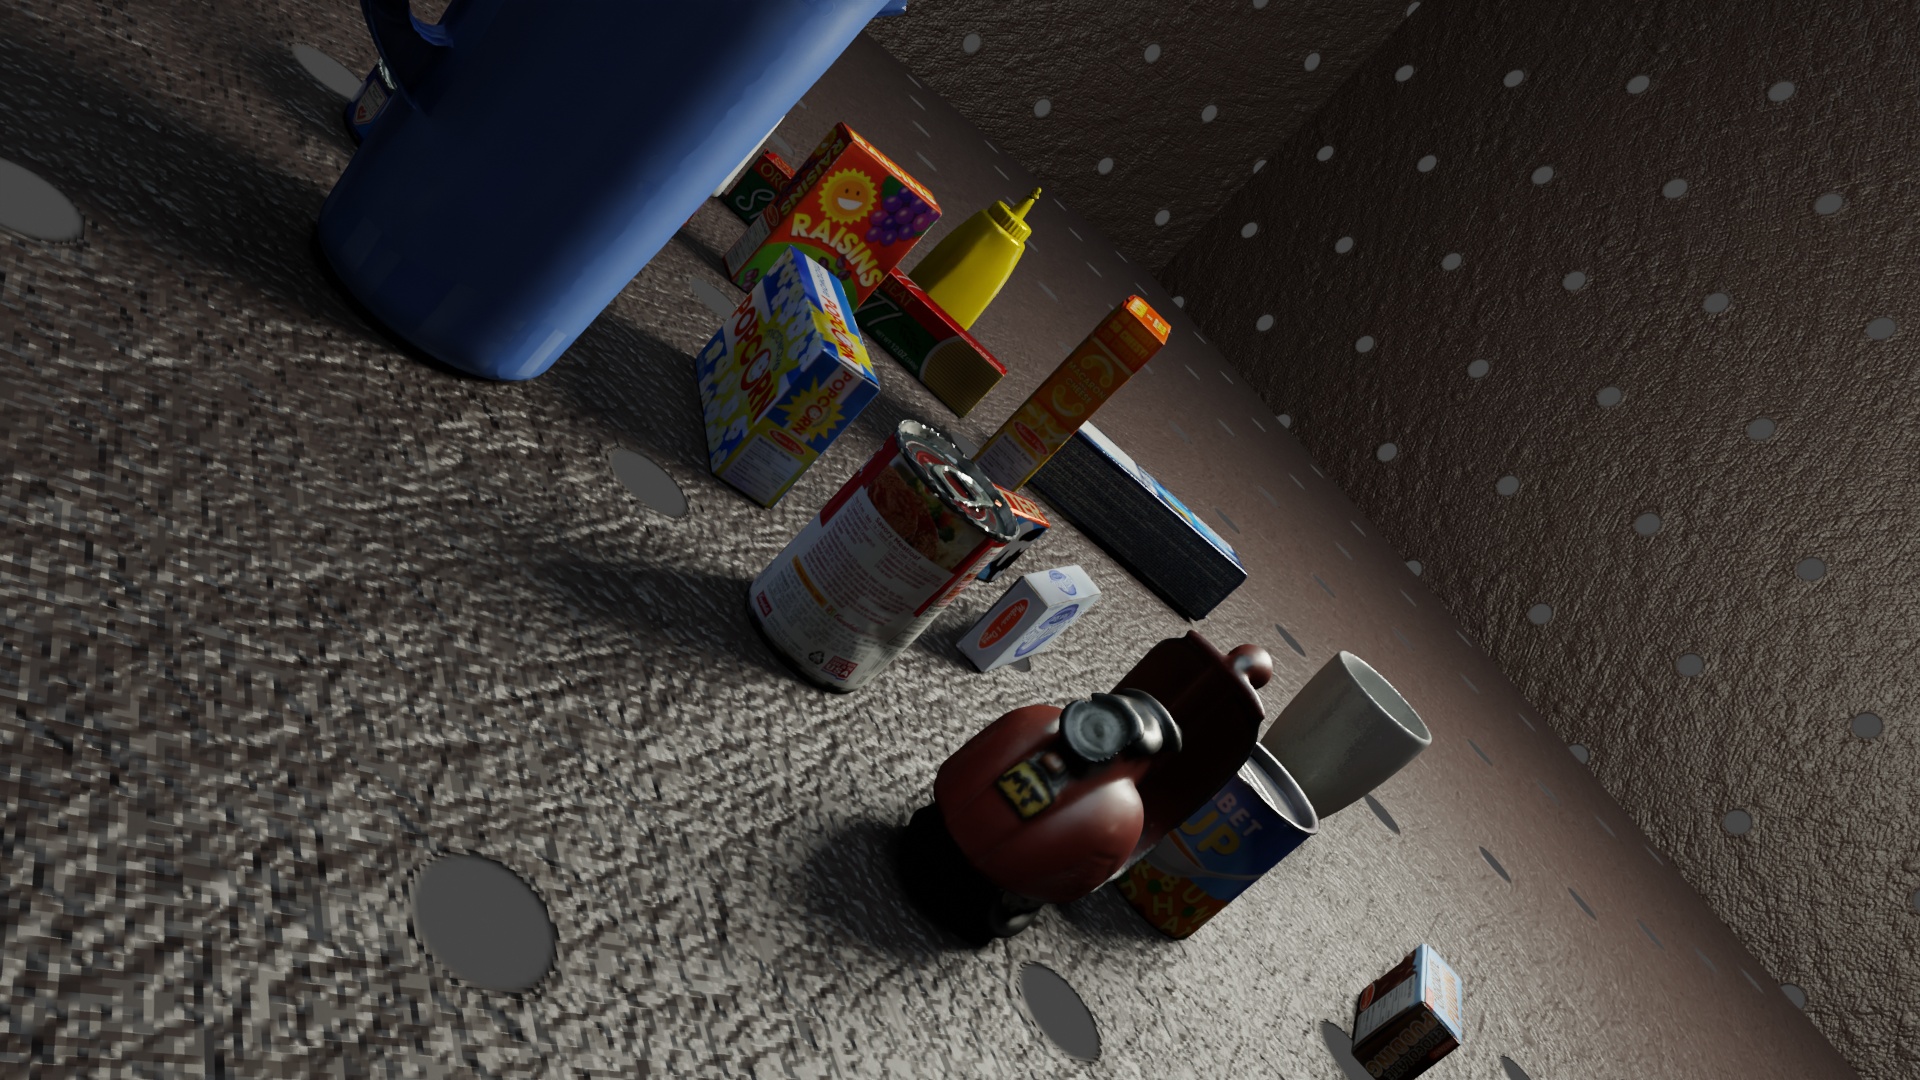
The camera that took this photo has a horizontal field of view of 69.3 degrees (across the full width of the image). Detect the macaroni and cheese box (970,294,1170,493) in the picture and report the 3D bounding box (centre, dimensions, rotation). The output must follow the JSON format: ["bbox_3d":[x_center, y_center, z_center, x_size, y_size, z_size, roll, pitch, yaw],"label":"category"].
[{"bbox_3d":[0.072,-0.097,0.966,0.040,0.166,0.124,44,17,-2],"label":"macaroni and cheese box"}]

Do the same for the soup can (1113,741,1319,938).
[{"bbox_3d":[0.116,0.138,0.662,0.071,0.083,0.071,40,17,-15],"label":"soup can"}]

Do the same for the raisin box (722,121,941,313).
[{"bbox_3d":[-0.085,-0.204,0.929,0.086,0.123,0.040,33,20,-35],"label":"raisin box"}]

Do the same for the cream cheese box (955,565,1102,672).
[{"bbox_3d":[0.039,0.041,0.763,0.024,0.053,0.104,49,17,13],"label":"cream cheese box"}]

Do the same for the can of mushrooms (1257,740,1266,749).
[{"bbox_3d":[0.176,0.150,0.859,0.071,0.033,0.071,40,18,-15],"label":"can of mushrooms"}]

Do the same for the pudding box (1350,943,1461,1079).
[{"bbox_3d":[0.237,0.251,0.735,0.030,0.049,0.084,48,17,10],"label":"pudding box"}]

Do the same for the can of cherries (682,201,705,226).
[{"bbox_3d":[-0.188,-0.246,0.903,0.071,0.058,0.072,40,17,-15],"label":"can of cherries"}]

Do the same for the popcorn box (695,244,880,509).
[{"bbox_3d":[-0.091,-0.086,0.707,0.038,0.085,0.127,34,20,-32],"label":"popcorn box"}]

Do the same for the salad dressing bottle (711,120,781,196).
[{"bbox_3d":[-0.149,-0.320,1.013,0.044,0.147,0.064,37,18,-23],"label":"salad dressing bottle"}]

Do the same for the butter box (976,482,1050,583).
[{"bbox_3d":[0.003,-0.010,0.800,0.103,0.053,0.024,22,28,-52],"label":"butter box"}]

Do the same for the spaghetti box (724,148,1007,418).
[{"bbox_3d":[-0.072,-0.195,1.065,0.250,0.050,0.029,42,17,-9],"label":"spaghetti box"}]

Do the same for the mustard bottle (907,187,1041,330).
[{"bbox_3d":[0.013,-0.234,1.161,0.065,0.160,0.049,31,21,-38],"label":"mustard bottle"}]
